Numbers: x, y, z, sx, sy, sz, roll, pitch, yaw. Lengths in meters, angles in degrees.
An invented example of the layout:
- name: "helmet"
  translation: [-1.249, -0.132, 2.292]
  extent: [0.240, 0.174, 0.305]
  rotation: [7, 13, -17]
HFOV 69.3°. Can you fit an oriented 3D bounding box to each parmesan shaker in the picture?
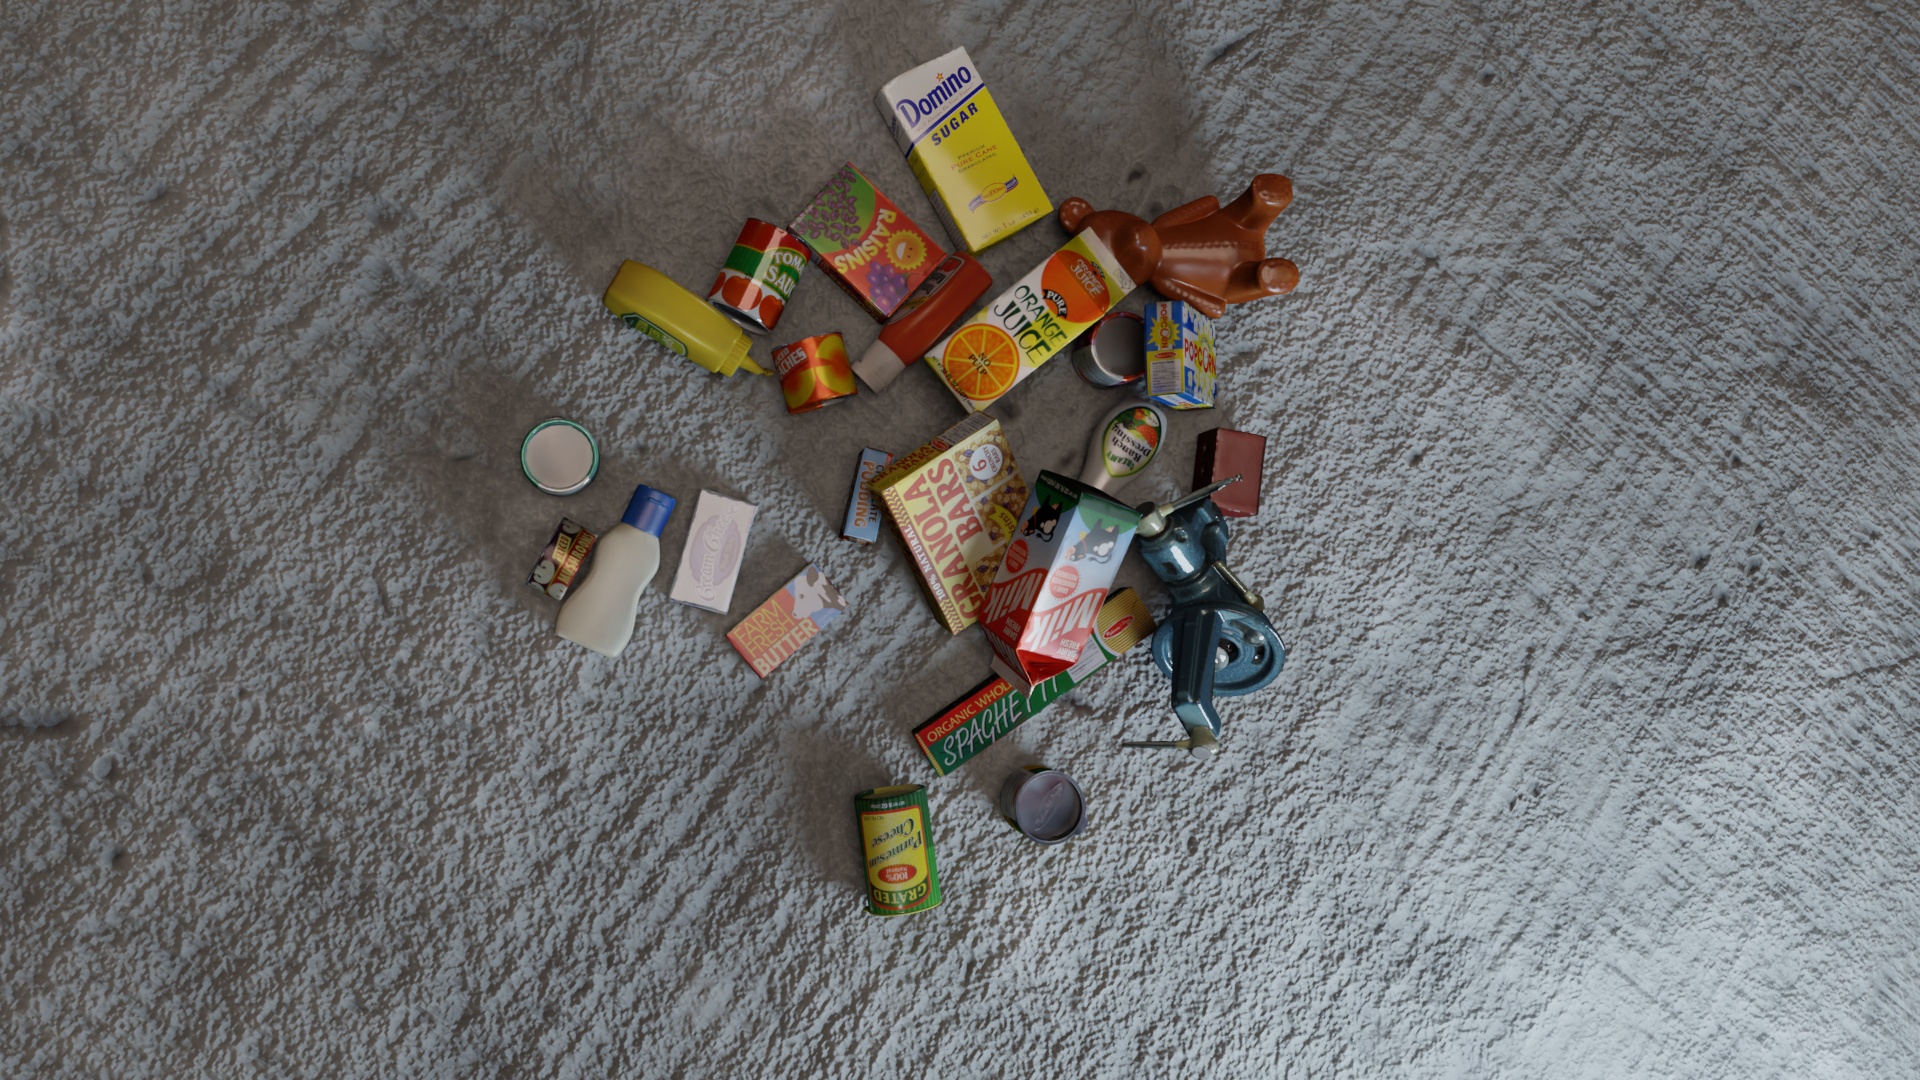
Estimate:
- name: "parmesan shaker"
  translation: [-0.059, 0.274, 1.233]
  extent: [0.071, 0.071, 0.103]
  rotation: [-8, 88, -13]

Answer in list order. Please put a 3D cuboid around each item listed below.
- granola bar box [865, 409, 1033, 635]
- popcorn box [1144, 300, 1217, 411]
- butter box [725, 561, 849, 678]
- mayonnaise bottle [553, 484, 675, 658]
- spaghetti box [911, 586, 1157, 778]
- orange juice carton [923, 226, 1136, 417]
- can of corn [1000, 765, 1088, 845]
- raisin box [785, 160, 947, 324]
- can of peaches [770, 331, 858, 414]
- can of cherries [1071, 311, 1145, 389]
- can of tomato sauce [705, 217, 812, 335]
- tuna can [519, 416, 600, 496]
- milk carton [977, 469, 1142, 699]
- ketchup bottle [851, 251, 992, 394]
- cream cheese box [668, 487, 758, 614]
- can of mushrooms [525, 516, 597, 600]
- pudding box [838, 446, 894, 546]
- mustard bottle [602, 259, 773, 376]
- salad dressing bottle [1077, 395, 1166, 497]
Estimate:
- name: "granola bar box"
  translation: [0.004, -0.016, 1.243]
  extent: [0.124, 0.039, 0.165]
  rotation: [-34, 122, -14]
- name: "popcorn box"
  translation: [0.206, -0.169, 1.290]
  extent: [0.038, 0.127, 0.085]
  rotation: [-3, 87, 23]
- name: "butter box"
  translation: [-0.156, 0.071, 1.243]
  extent: [0.104, 0.024, 0.053]
  rotation: [-41, 95, -12]
- name: "mayonnaise bottle"
  translation: [-0.294, 0.025, 1.206]
  extent: [0.065, 0.041, 0.148]
  rotation: [26, 80, -15]
- name: "spaghetti box"
  translation: [0.069, 0.129, 1.289]
  extent: [0.251, 0.028, 0.050]
  rotation: [-33, 94, -13]
- name: "orange juice carton"
  translation: [0.063, -0.198, 1.260]
  extent: [0.192, 0.073, 0.072]
  rotation: [-38, 96, 4]
- name: "can of corn"
  translation: [0.076, 0.242, 1.269]
  extent: [0.071, 0.058, 0.071]
  rotation: [1, 87, -13]
- name: "raisin box"
  translation: [-0.087, -0.271, 1.272]
  extent: [0.123, 0.040, 0.086]
  rotation: [43, 78, -8]
- name: "can of peaches"
  translation: [-0.131, -0.149, 1.239]
  extent: [0.071, 0.071, 0.058]
  rotation: [-17, 92, -13]
- name: "can of cherries"
  translation: [0.146, -0.181, 1.310]
  extent: [0.071, 0.058, 0.071]
  rotation: [1, 87, -13]
- name: "can of tomato sauce"
  translation: [-0.178, -0.233, 1.233]
  extent: [0.071, 0.071, 0.083]
  rotation: [27, 82, -10]
- name: "tuna can"
  translation: [-0.347, -0.074, 1.203]
  extent: [0.071, 0.033, 0.071]
  rotation: [1, 87, -13]
- name: "milk carton"
  translation: [0.080, 0.042, 1.238]
  extent: [0.073, 0.072, 0.190]
  rotation: [17, 101, -34]
- name: "ketchup bottle"
  translation: [-0.037, -0.197, 1.269]
  extent: [0.149, 0.065, 0.043]
  rotation: [-46, 111, -3]
- name: "cream cheese box"
  translation: [-0.219, 0.010, 1.232]
  extent: [0.053, 0.024, 0.104]
  rotation: [16, 83, -11]
- name: "can of mushrooms"
  translation: [-0.338, 0.015, 1.180]
  extent: [0.033, 0.071, 0.071]
  rotation: [30, 81, -12]
- name: "pudding box"
  translation: [-0.085, -0.039, 1.253]
  extent: [0.030, 0.049, 0.084]
  rotation: [14, 84, -10]
- name: "mustard bottle"
  translation: [-0.235, -0.186, 1.221]
  extent: [0.160, 0.065, 0.049]
  rotation: [31, 77, -13]
- name: "salad dressing bottle"
  translation: [0.138, -0.065, 1.309]
  extent: [0.064, 0.044, 0.148]
  rotation: [35, 80, -10]
